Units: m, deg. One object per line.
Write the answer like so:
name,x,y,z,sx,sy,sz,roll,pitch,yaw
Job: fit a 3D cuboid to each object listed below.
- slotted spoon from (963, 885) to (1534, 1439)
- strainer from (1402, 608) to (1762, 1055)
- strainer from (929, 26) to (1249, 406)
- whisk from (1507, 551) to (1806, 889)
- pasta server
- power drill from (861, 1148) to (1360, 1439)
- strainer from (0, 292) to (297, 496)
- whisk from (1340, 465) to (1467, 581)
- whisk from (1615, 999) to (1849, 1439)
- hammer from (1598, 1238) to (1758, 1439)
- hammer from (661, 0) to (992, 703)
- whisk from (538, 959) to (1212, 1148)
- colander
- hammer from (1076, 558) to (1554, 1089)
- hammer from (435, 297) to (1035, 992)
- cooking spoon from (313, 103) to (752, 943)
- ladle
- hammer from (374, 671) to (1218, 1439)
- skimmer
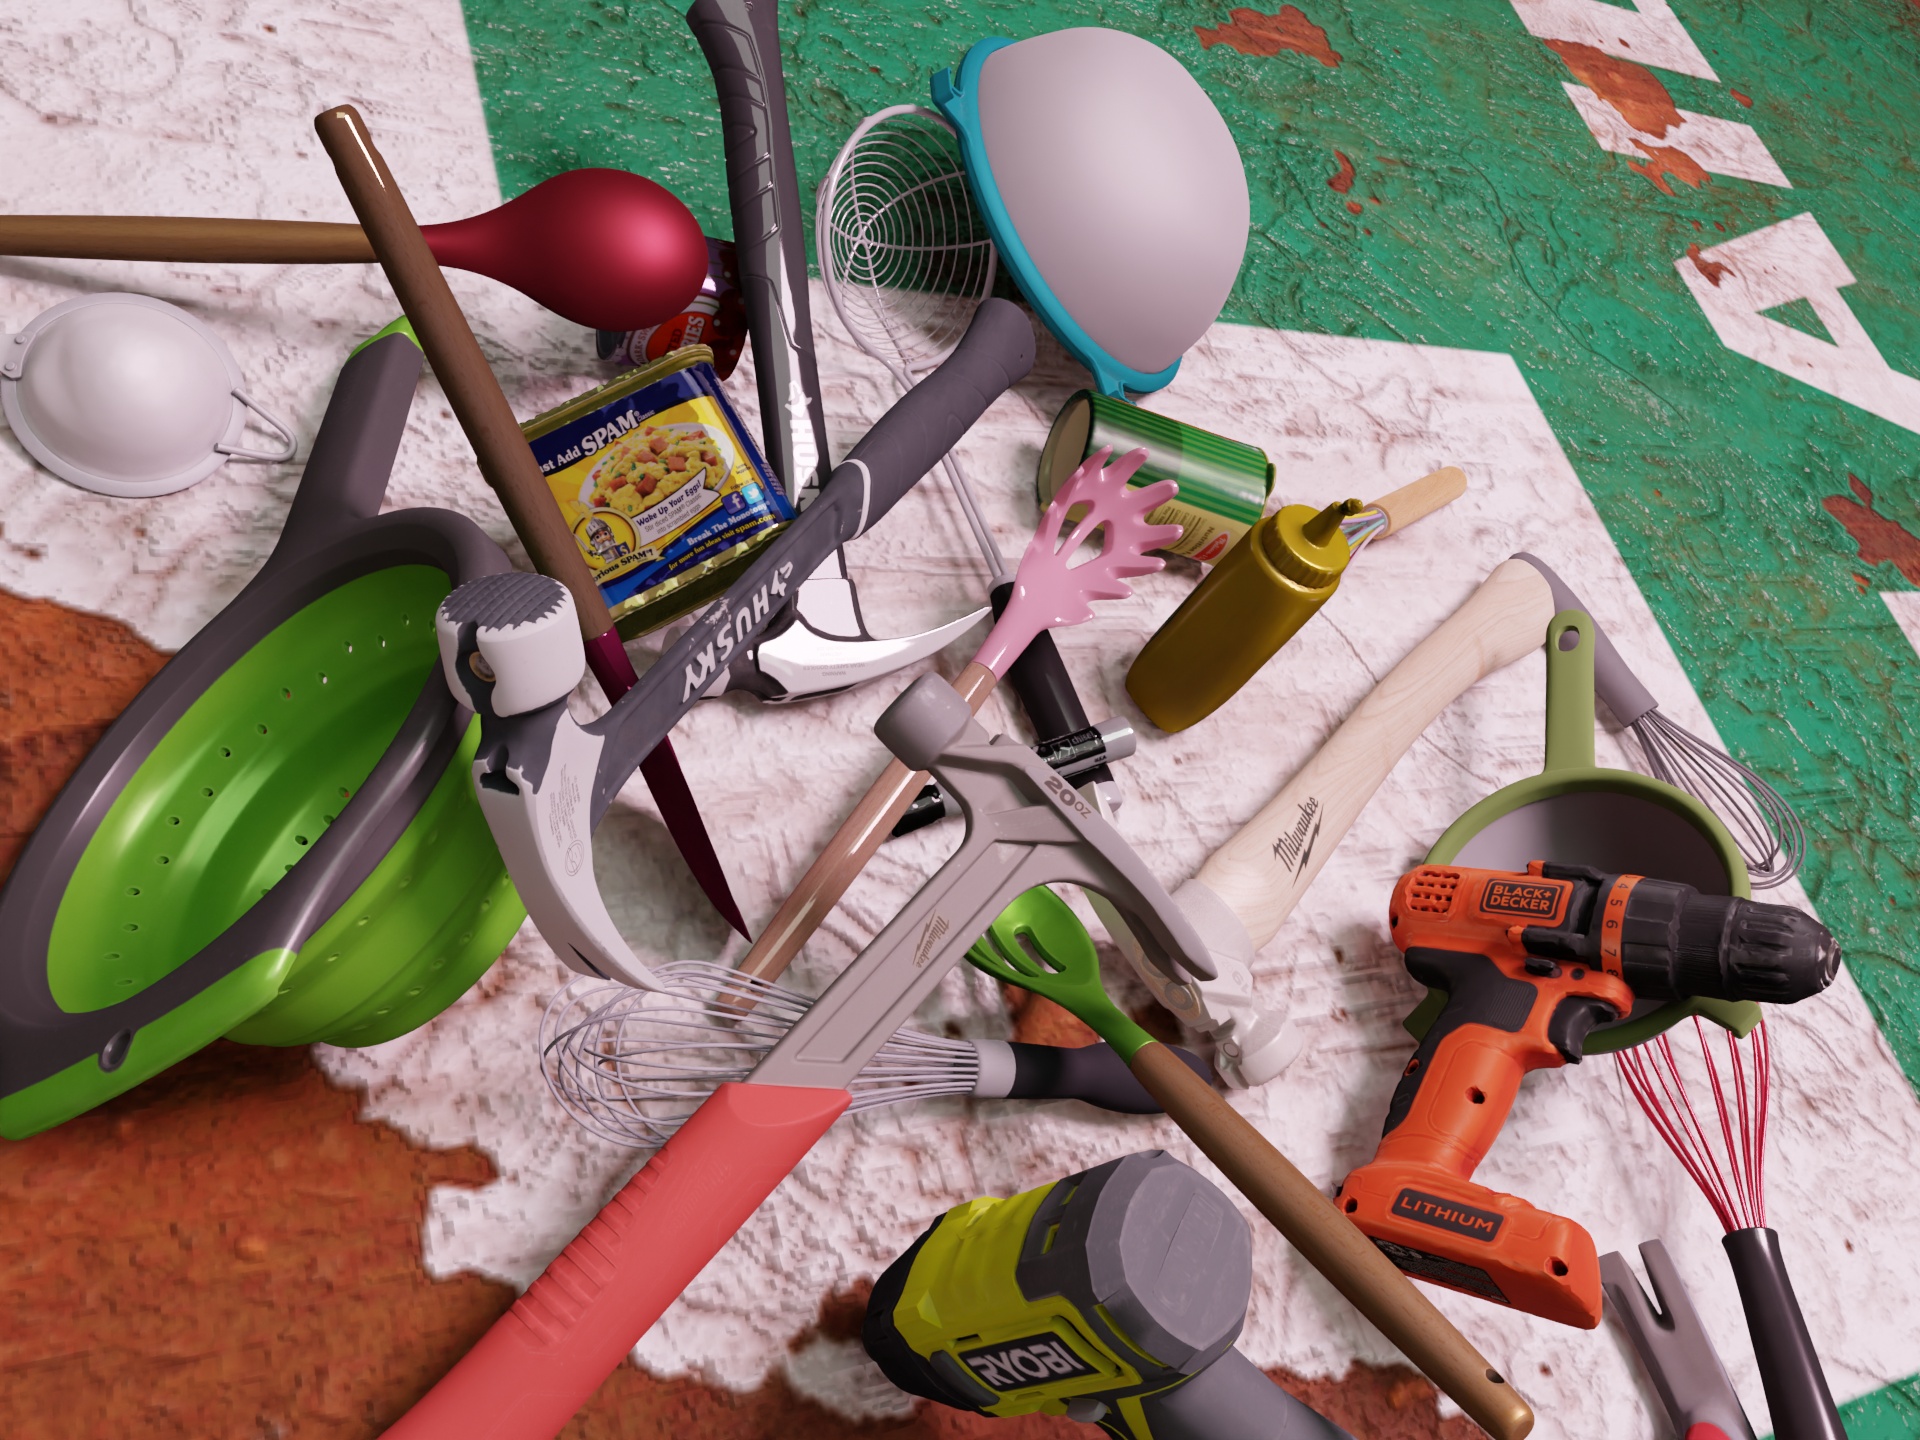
slotted spoon,0.079,0.135,0.565,0.070,0.031,0.314,4,22,-34
strainer,0.306,0.060,0.781,0.069,0.151,0.257,51,42,-39
strainer,0.120,-0.322,0.910,0.211,0.095,0.340,58,36,-14
whisk,0.395,-0.006,0.918,0.055,0.055,0.239,-19,66,-36
pasta server,-0.001,-0.002,0.670,0.060,0.040,0.316,46,60,-17
power drill,0.078,0.240,0.517,0.223,0.171,0.080,43,48,-8
strainer,-0.385,-0.145,0.595,0.258,0.050,0.087,13,69,-17
whisk,0.221,-0.103,0.897,0.245,0.051,0.047,-27,96,-42
whisk,0.351,0.215,0.719,0.073,0.073,0.296,17,48,-18
hammer,0.234,0.265,0.524,0.386,0.038,0.143,21,45,-60
hammer,-0.075,-0.175,0.711,0.146,0.035,0.335,-4,81,-27
whisk,-0.019,0.129,0.601,0.284,0.070,0.070,9,56,-29
colander,-0.207,-0.018,0.569,0.094,0.204,0.398,49,22,-38
hammer,0.201,0.004,0.800,0.411,0.038,0.146,-37,92,-41
hammer,-0.049,-0.068,0.593,0.036,0.149,0.409,10,35,18
cooking spoon,-0.139,-0.053,0.553,0.017,0.069,0.318,-26,114,-8
ladle,-0.262,-0.194,0.644,0.315,0.031,0.069,-1,86,-7
hammer,-0.073,0.151,0.501,0.149,0.036,0.359,46,67,-4
skimmer,0.020,-0.131,0.766,0.127,0.090,0.364,4,58,-49
